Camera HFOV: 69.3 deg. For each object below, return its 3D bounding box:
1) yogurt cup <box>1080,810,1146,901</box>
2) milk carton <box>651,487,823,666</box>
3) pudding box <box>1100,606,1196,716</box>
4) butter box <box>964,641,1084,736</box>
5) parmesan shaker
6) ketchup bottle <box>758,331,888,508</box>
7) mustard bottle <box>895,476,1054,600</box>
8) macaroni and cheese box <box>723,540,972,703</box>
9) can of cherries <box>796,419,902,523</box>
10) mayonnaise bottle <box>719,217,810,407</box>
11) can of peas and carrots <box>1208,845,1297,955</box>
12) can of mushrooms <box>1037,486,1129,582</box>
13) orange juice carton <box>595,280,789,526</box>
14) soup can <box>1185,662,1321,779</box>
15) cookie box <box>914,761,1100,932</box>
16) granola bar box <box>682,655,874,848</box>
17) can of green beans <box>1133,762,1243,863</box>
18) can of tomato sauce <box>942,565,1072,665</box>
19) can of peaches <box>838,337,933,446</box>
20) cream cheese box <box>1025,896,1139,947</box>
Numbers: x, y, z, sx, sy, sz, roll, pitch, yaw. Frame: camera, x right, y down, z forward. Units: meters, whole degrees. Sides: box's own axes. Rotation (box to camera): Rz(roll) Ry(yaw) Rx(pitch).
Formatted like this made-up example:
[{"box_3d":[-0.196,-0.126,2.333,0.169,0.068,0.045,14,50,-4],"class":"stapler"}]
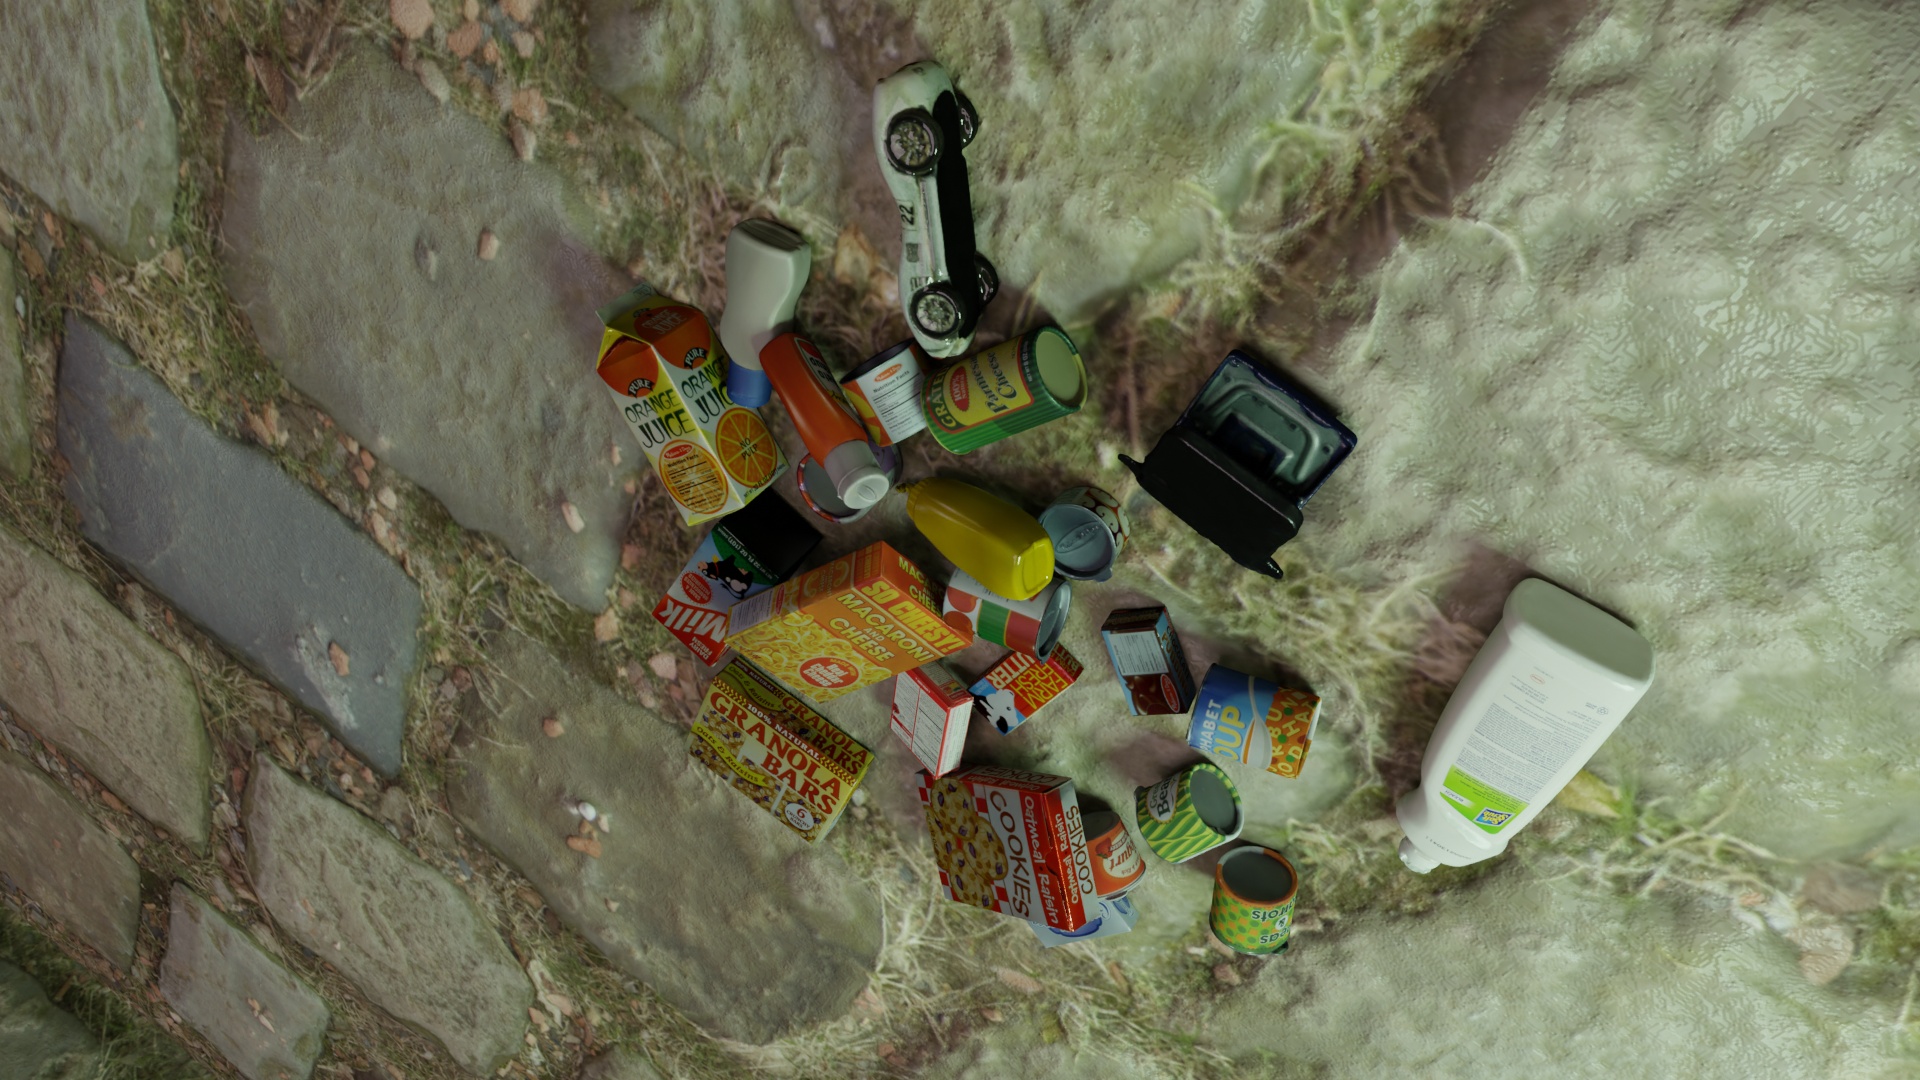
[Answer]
[{"box_3d":[0.119,0.267,1.186,0.072,0.073,0.054,-12,104,35],"class":"yogurt cup"},{"box_3d":[-0.206,0.043,1.225,0.072,0.074,0.189,43,131,-1],"class":"milk carton"},{"box_3d":[0.146,0.095,1.083,0.049,0.030,0.083,-9,114,32],"class":"pudding box"},{"box_3d":[0.052,0.117,1.155,0.053,0.024,0.103,44,131,-2],"class":"butter box"},{"box_3d":[0.031,-0.111,0.999,0.103,0.072,0.071,-19,108,36],"class":"parmesan shaker"},{"box_3d":[-0.101,-0.089,1.046,0.043,0.064,0.149,-36,59,9],"class":"ketchup bottle"},{"box_3d":[0.004,-0.013,1.069,0.160,0.049,0.065,34,142,38],"class":"mustard bottle"},{"box_3d":[-0.092,0.070,1.148,0.166,0.040,0.123,-23,136,28],"class":"macaroni and cheese box"},{"box_3d":[-0.090,-0.056,1.106,0.071,0.059,0.071,14,125,21],"class":"can of cherries"},{"box_3d":[-0.157,-0.173,1.084,0.065,0.041,0.147,28,130,14],"class":"mayonnaise bottle"},{"box_3d":[0.239,0.293,1.127,0.071,0.071,0.058,14,124,22],"class":"can of peas and carrots"},{"box_3d":[0.093,-0.004,1.049,0.071,0.034,0.070,14,124,22],"class":"can of mushrooms"},{"box_3d":[-0.228,-0.116,1.140,0.073,0.072,0.192,-16,110,36],"class":"orange juice carton"},{"box_3d":[0.219,0.137,1.040,0.084,0.072,0.071,17,126,20],"class":"soup can"},{"box_3d":[0.038,0.259,1.193,0.167,0.040,0.122,-2,103,50],"class":"cookie box"},{"box_3d":[-0.175,0.203,1.330,0.165,0.039,0.123,35,131,7],"class":"granola bar box"},{"box_3d":[0.184,0.218,1.114,0.071,0.071,0.057,48,130,-5],"class":"can of green beans"},{"box_3d":[0.037,0.052,1.095,0.083,0.071,0.070,19,127,20],"class":"can of tomato sauce"},{"box_3d":[-0.048,-0.111,1.045,0.071,0.071,0.058,-20,108,37],"class":"can of peaches"},{"box_3d":[0.106,0.336,1.260,0.103,0.024,0.053,-25,105,39],"class":"cream cheese box"}]
